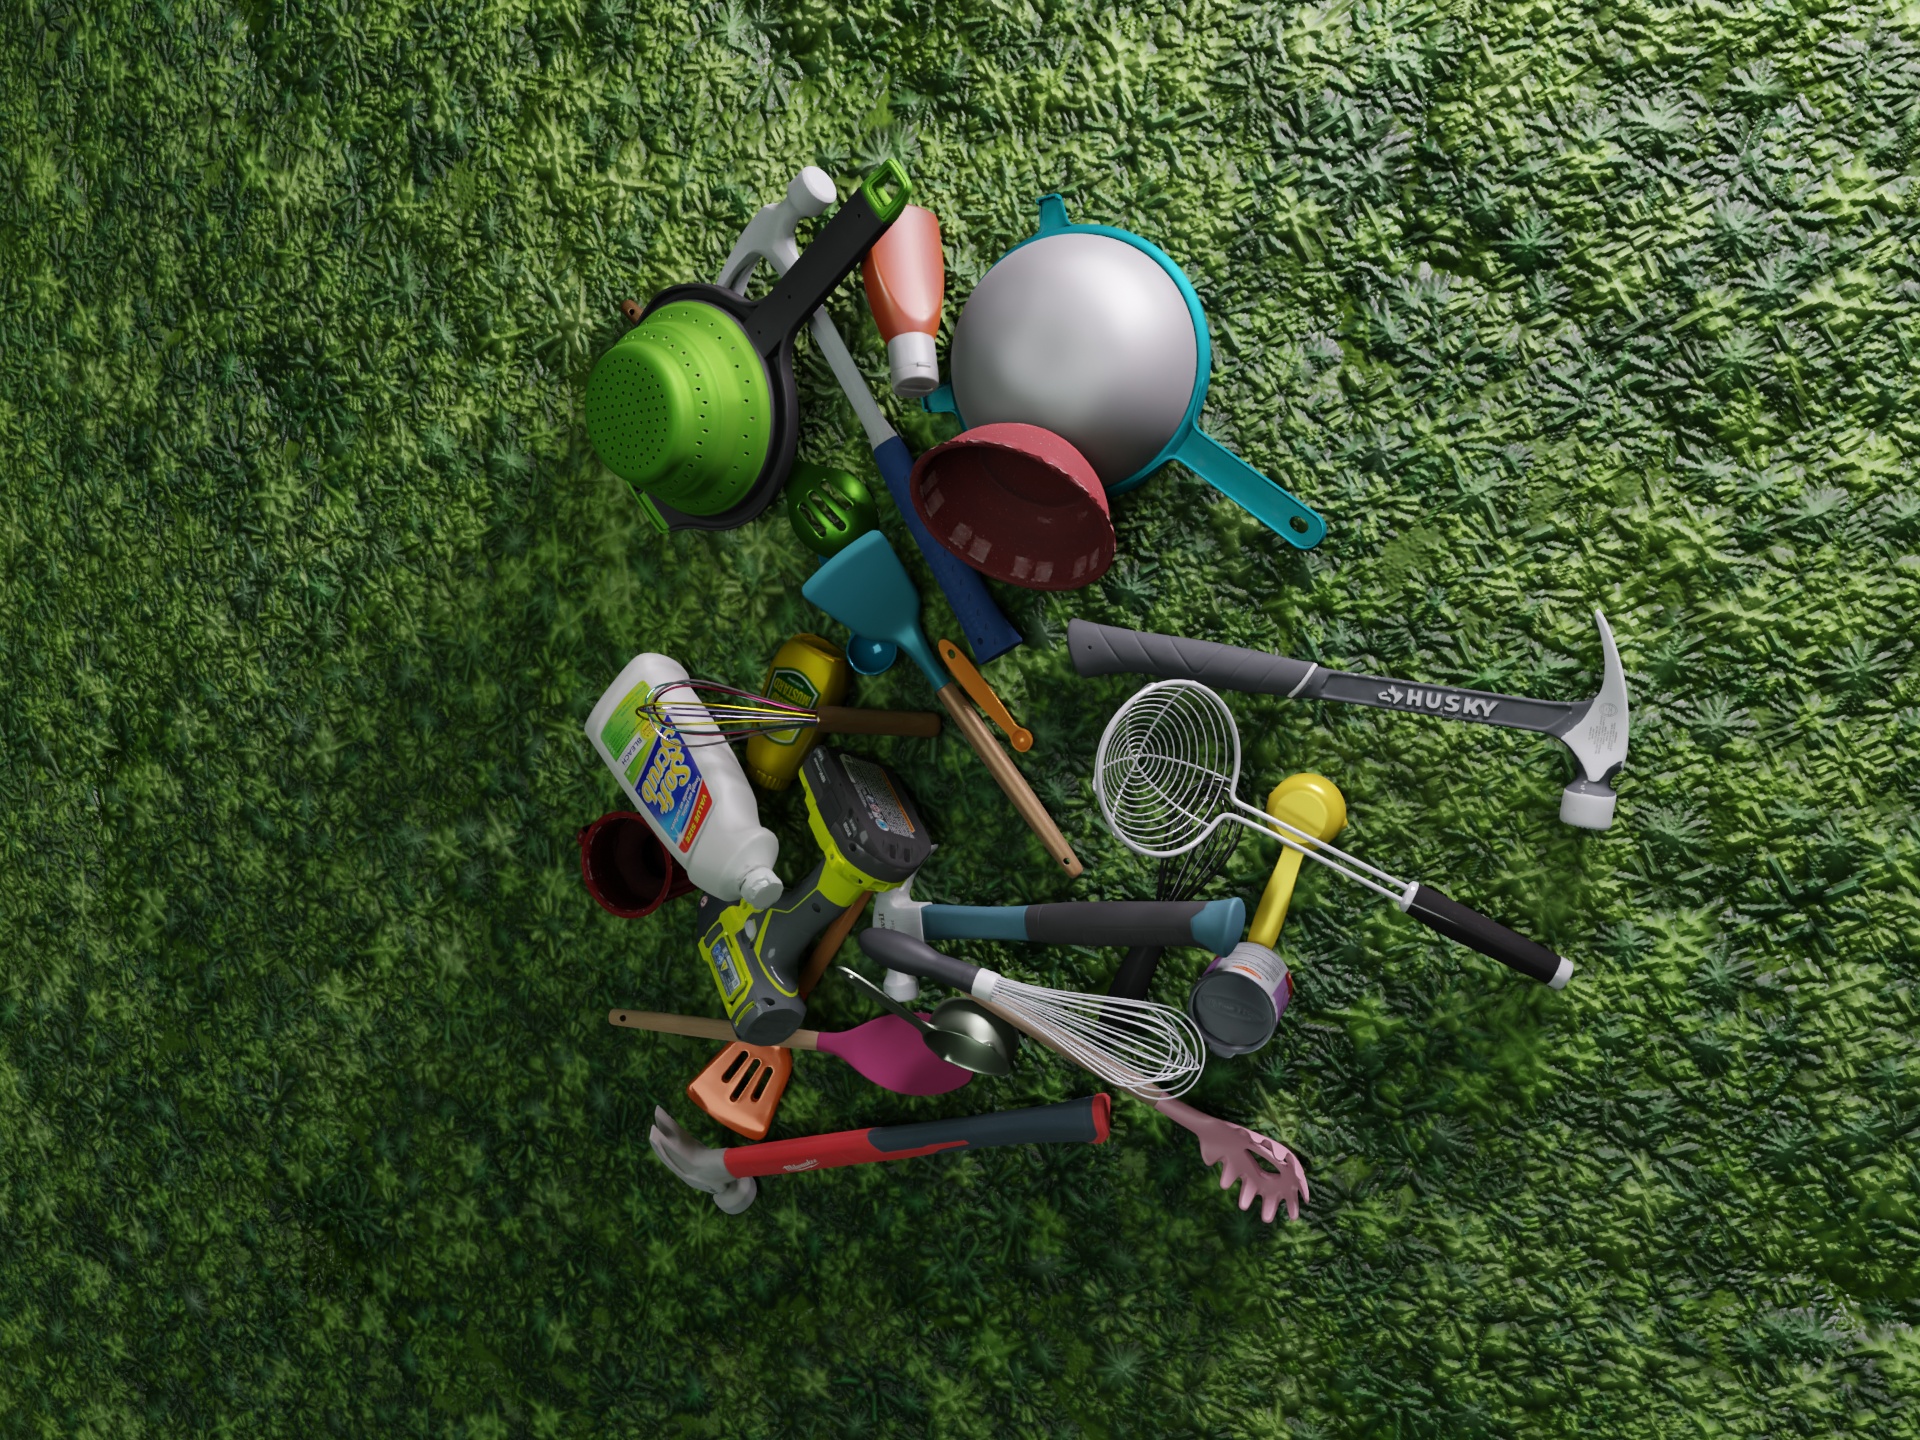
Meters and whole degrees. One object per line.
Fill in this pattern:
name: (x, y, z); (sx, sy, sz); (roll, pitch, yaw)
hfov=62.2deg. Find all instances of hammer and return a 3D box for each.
hammer: (-0.065, 0.341, 1.308); (0.386, 0.038, 0.143); (-13, 135, 21)
hammer: (-0.068, -0.227, 1.270); (0.144, 0.035, 0.405); (-32, 84, 38)
hammer: (0.067, 0.159, 1.237); (0.331, 0.033, 0.128); (-5, 94, 35)
hammer: (0.269, -0.031, 1.156); (0.409, 0.036, 0.149); (11, 99, 23)

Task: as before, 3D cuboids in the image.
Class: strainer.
strainer: (0.120, -0.230, 1.167); (0.340, 0.095, 0.211); (40, 109, 17)

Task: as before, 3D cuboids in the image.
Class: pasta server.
pasta server: (0.127, 0.282, 1.226); (0.316, 0.040, 0.060); (30, 121, 8)

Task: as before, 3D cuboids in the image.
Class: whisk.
whisk: (0.157, 0.151, 1.221); (0.055, 0.055, 0.239); (29, 111, 19)
whisk: (0.049, 0.212, 1.210); (0.285, 0.070, 0.070); (19, 103, 17)
whisk: (-0.138, -0.003, 1.283); (0.245, 0.051, 0.047); (3, 132, -8)

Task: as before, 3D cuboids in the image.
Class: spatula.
spatula: (-0.002, -0.004, 1.267); (0.082, 0.044, 0.317); (-37, 84, 12)
spatula: (-0.125, 0.212, 1.353); (0.081, 0.041, 0.322); (33, 107, 4)

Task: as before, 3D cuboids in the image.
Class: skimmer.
skimmer: (0.263, 0.093, 1.111); (0.363, 0.090, 0.127); (27, 82, 8)

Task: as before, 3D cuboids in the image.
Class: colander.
colander: (-0.186, -0.293, 1.250); (0.397, 0.094, 0.204); (-39, 78, 36)

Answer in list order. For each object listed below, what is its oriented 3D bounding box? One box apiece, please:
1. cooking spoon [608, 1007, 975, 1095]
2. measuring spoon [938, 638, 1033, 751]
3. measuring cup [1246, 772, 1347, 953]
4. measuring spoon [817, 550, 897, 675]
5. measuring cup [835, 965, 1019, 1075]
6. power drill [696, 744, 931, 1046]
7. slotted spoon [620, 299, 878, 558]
cooking spoon: (-0.145, 0.268, 1.345); (0.319, 0.017, 0.069); (5, 90, 9)
measuring spoon: (0.021, -0.022, 1.281); (0.117, 0.011, 0.021); (51, 129, 15)
measuring cup: (0.240, 0.115, 1.186); (0.062, 0.029, 0.156); (21, 104, 21)
measuring spoon: (-0.089, -0.094, 1.320); (0.042, 0.021, 0.129); (-24, 76, 0)
measuring cup: (-0.025, 0.228, 1.270); (0.167, 0.038, 0.083); (35, 149, -15)
power drill: (-0.135, 0.134, 1.313); (0.223, 0.080, 0.171); (-50, 45, 21)
slotted spoon: (-0.185, -0.252, 1.338); (0.070, 0.031, 0.314); (-47, 75, 8)
